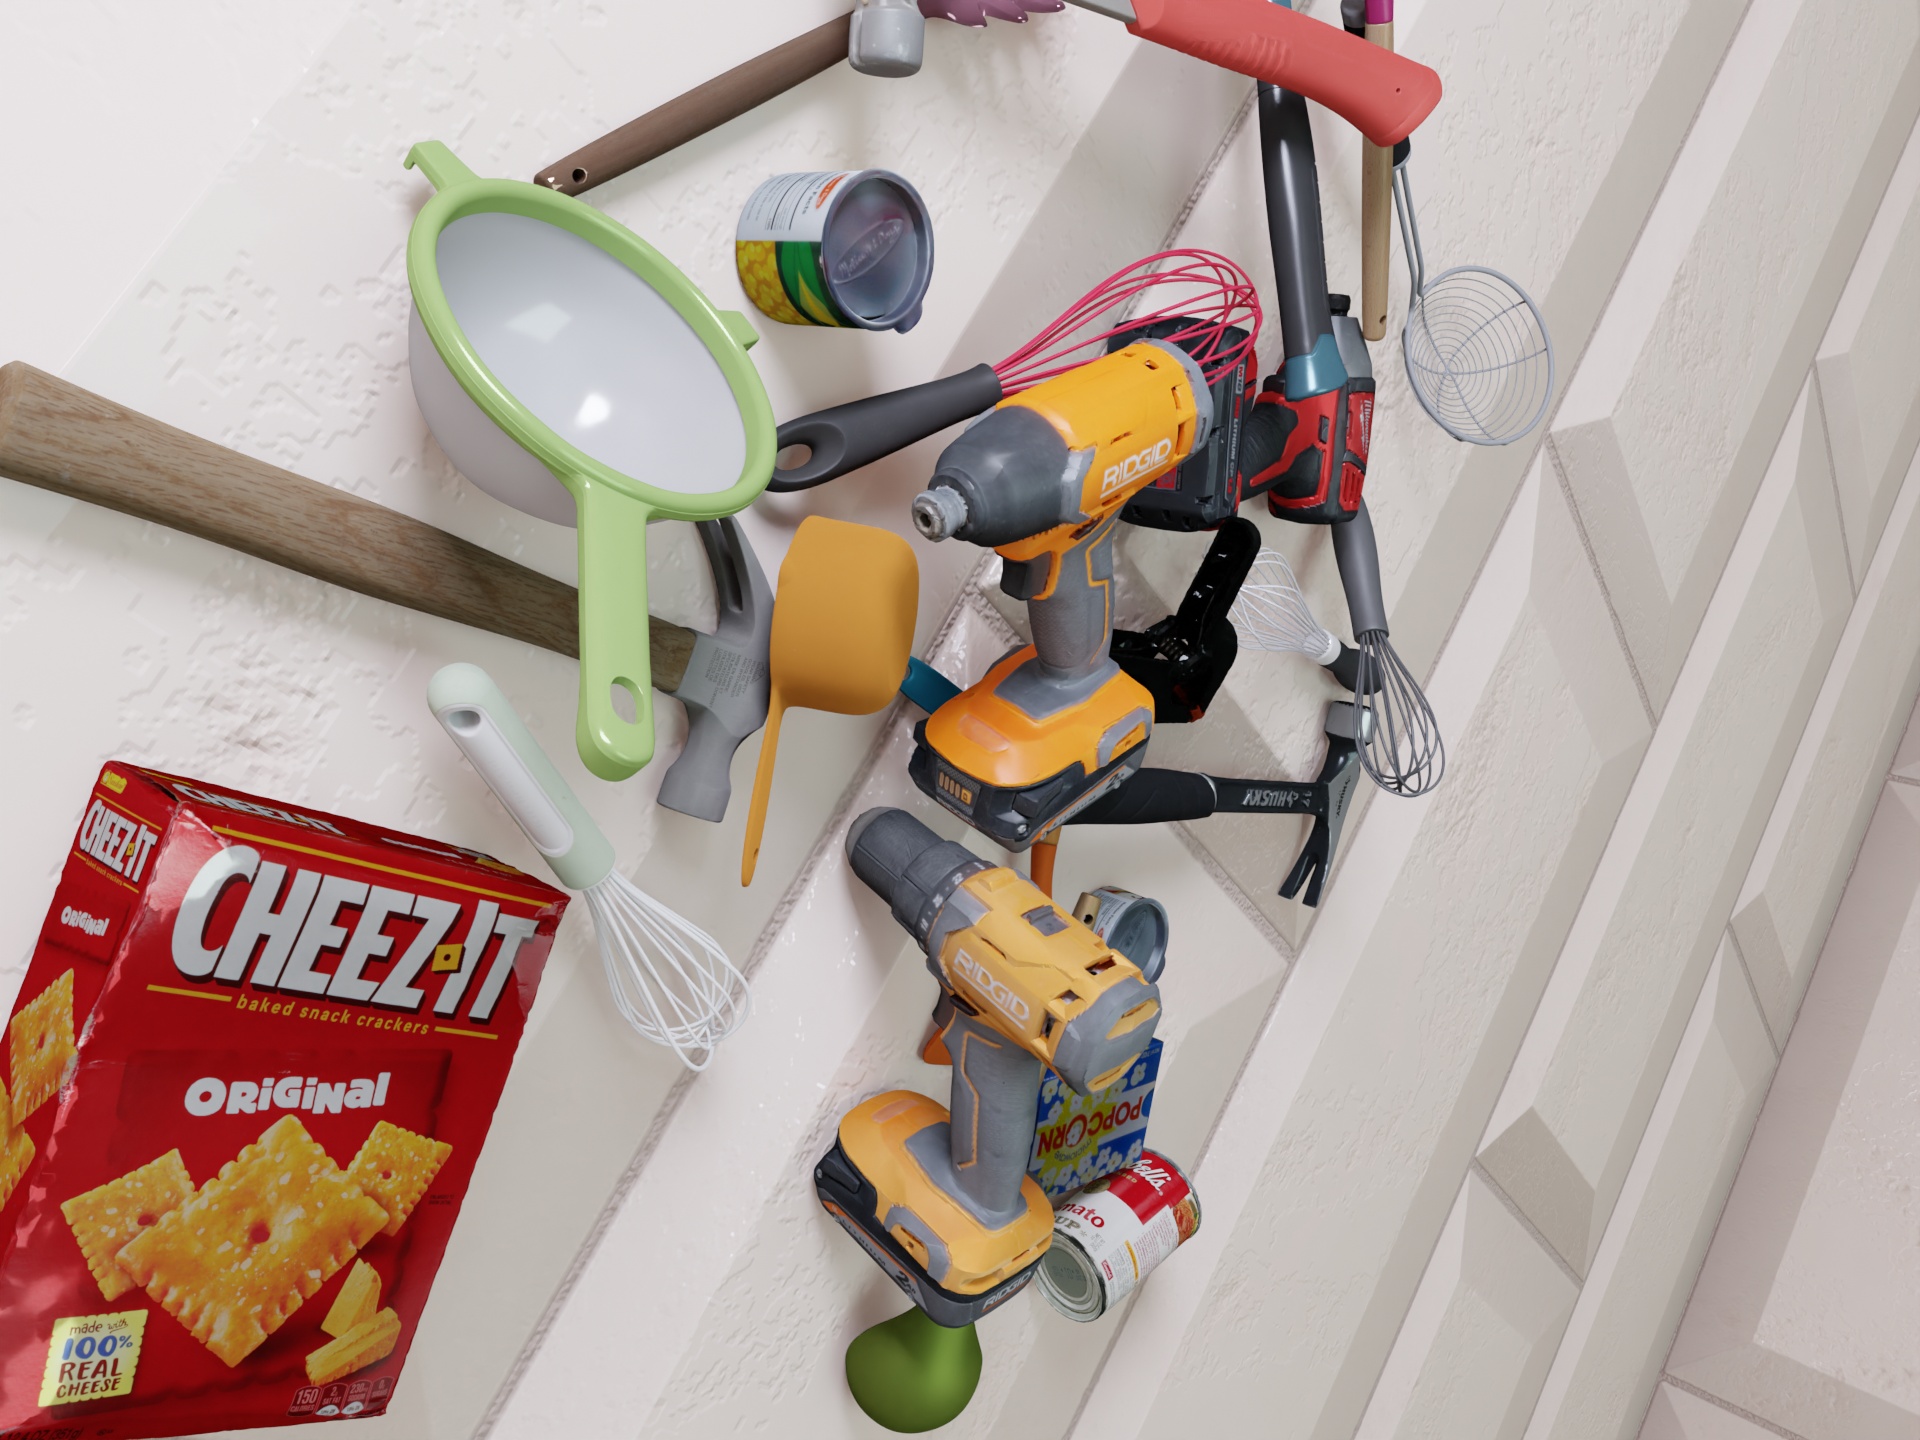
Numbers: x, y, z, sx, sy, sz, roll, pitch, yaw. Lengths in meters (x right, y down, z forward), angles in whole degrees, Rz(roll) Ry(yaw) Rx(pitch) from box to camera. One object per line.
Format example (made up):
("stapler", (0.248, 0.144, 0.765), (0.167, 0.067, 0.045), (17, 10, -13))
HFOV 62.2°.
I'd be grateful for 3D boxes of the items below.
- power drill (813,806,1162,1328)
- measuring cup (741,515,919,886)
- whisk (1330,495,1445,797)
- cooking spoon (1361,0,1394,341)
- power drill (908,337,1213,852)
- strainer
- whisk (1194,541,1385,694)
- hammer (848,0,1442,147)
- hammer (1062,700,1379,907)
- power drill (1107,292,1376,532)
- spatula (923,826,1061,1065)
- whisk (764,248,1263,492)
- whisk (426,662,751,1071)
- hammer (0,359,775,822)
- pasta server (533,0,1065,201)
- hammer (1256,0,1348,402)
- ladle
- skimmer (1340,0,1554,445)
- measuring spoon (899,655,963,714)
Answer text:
("power drill", (-0.008, 0.168, 0.804), (0.084, 0.185, 0.226), (-16, 133, -44))
("measuring cup", (-0.057, -0.007, 0.708), (0.095, 0.052, 0.174), (78, 21, -71))
("whisk", (0.272, -0.057, 1.039), (0.055, 0.055, 0.239), (32, 46, -48))
("cooking spoon", (0.234, -0.363, 0.886), (0.069, 0.017, 0.318), (-27, 129, -23))
("power drill", (0.034, -0.052, 0.743), (0.164, 0.084, 0.226), (-31, 141, -37))
("strainer", (-0.137, -0.077, 0.555), (0.151, 0.069, 0.257), (22, 44, -39))
("whisk", (0.228, -0.058, 1.058), (0.284, 0.070, 0.070), (20, 87, -54))
("hammer", (0.104, -0.346, 0.751), (0.359, 0.037, 0.149), (-1, 101, -37))
("hammer", (0.158, 0.052, 1.002), (0.408, 0.036, 0.149), (4, 100, -54))
("power drill", (0.177, -0.184, 0.946), (0.219, 0.079, 0.143), (-13, 112, -48))
("spatula", (0.045, 0.044, 0.909), (0.081, 0.041, 0.322), (11, 89, -51))
("whisk", (0.030, -0.165, 0.765), (0.296, 0.073, 0.073), (-24, 120, -23))
("whisk", (-0.151, 0.067, 0.660), (0.059, 0.058, 0.246), (-95, 166, -46))
("hammer", (-0.192, -0.056, 0.605), (0.331, 0.031, 0.130), (22, 86, -49))
("pasta server", (-0.052, -0.291, 0.682), (0.316, 0.040, 0.060), (-41, 124, -31))
("hammer", (0.175, -0.339, 0.862), (0.128, 0.033, 0.331), (-10, 94, -46))
("ladle", (0.017, 0.249, 0.903), (0.078, 0.062, 0.320), (21, 85, -15))
("skimmer", (0.314, -0.313, 1.014), (0.127, 0.090, 0.362), (-61, 147, -14))
("measuring spoon", (-0.001, -0.003, 0.851), (0.128, 0.021, 0.042), (36, 76, -38))
